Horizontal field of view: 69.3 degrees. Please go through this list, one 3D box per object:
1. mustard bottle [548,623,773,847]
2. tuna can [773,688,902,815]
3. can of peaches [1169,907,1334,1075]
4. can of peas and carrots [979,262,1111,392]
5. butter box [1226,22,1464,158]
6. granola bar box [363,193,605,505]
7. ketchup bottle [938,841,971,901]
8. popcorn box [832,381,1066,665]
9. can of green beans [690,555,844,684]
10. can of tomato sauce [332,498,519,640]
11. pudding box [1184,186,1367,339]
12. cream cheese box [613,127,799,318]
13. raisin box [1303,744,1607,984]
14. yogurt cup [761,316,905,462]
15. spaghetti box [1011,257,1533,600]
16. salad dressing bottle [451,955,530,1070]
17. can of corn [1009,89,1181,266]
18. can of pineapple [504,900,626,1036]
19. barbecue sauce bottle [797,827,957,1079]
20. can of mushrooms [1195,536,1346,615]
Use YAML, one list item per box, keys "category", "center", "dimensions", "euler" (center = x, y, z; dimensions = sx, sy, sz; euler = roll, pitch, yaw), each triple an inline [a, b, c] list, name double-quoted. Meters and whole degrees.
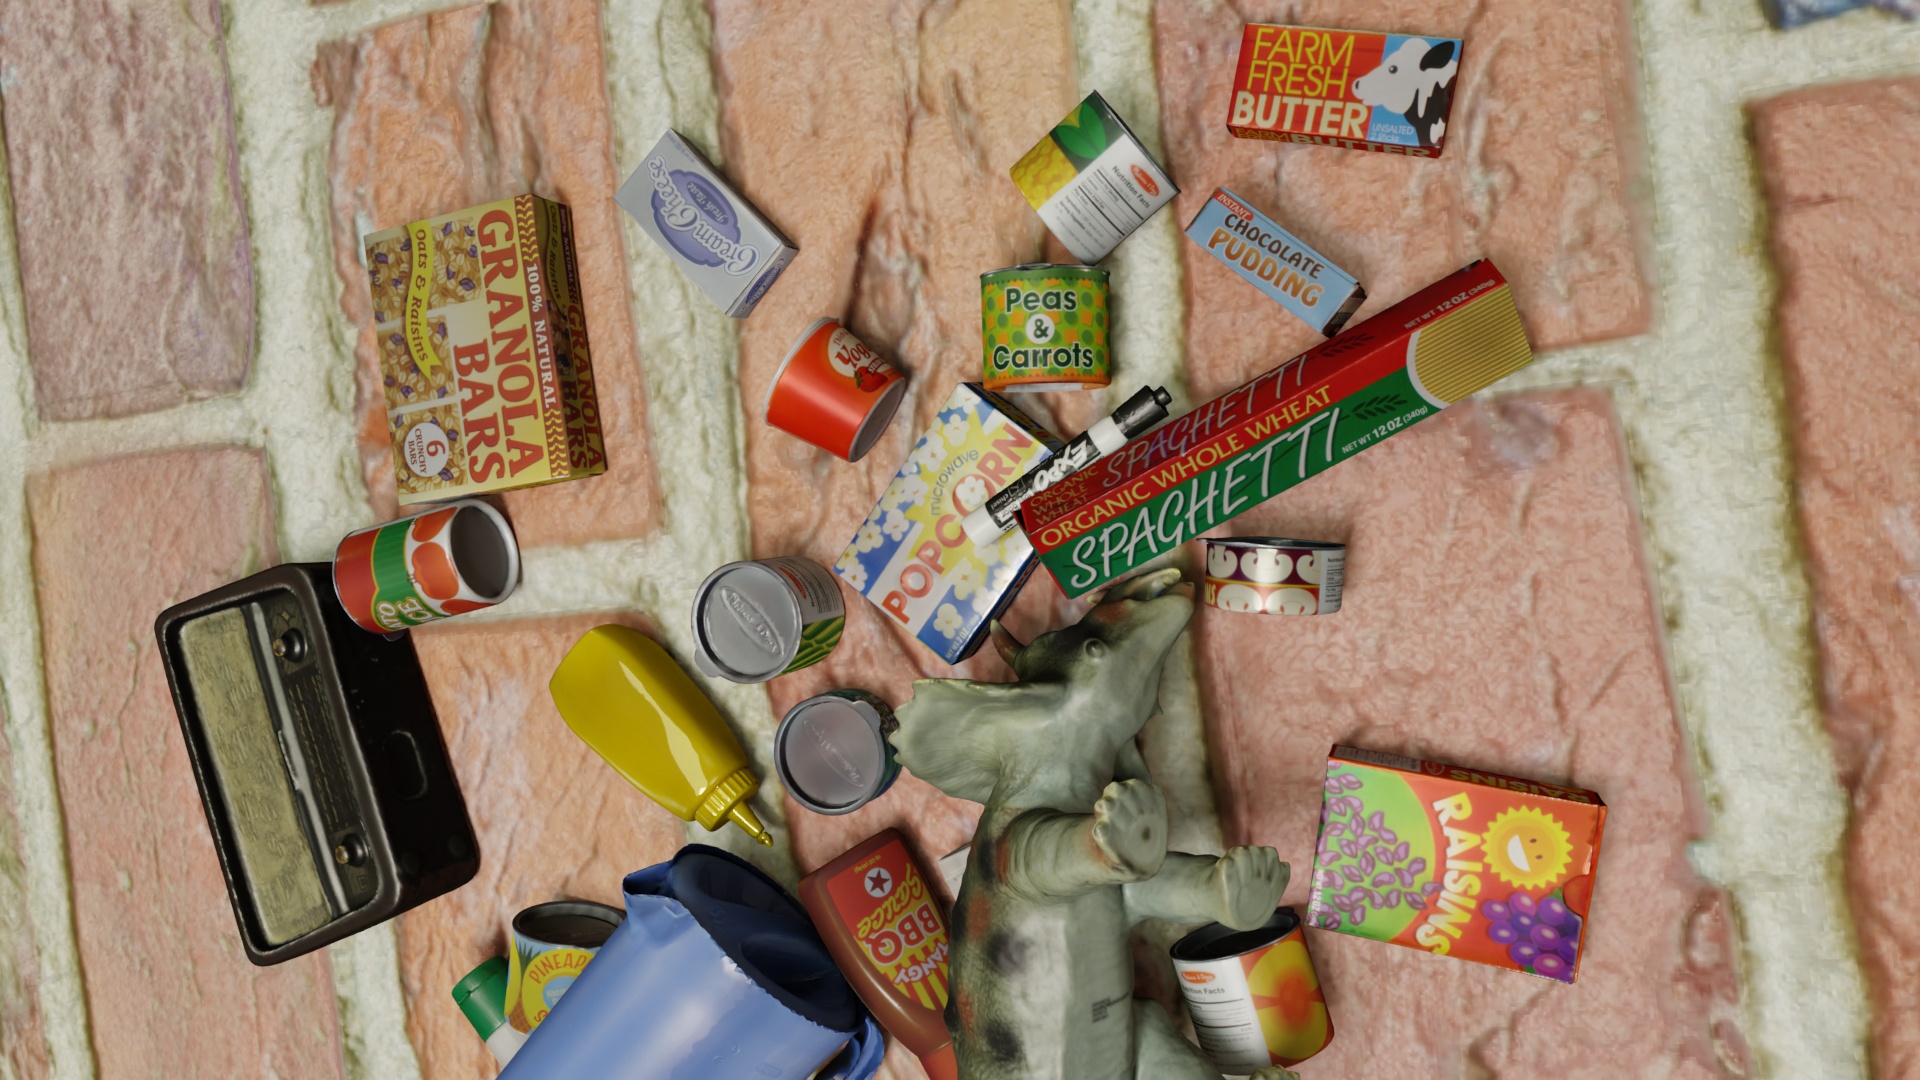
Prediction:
- category: "mustard bottle"
  center: [-0.162, 0.118, 0.790]
  dimensions: [0.160, 0.049, 0.065]
  euler: [43, 105, 12]
- category: "tuna can"
  center: [-0.065, 0.114, 0.764]
  dimensions: [0.071, 0.033, 0.071]
  euler: [1, 92, 19]
- category: "can of peaches"
  center: [0.145, 0.220, 0.680]
  dimensions: [0.071, 0.071, 0.058]
  euler: [-18, 86, 19]
- category: "can of peas and carrots"
  center: [0.043, -0.106, 0.700]
  dimensions: [0.071, 0.071, 0.058]
  euler: [-1, 92, 19]
- category: "butter box"
  center: [0.185, -0.218, 0.672]
  dimensions: [0.103, 0.024, 0.053]
  euler: [11, 95, 18]
- category: "granola bar box"
  center: [-0.284, -0.111, 0.829]
  dimensions: [0.124, 0.039, 0.165]
  euler: [-8, 89, 19]
- category: "ketchup bottle"
  center: [0.037, 0.228, 0.728]
  dimensions: [0.064, 0.043, 0.149]
  euler: [-31, 82, 27]
- category: "popcorn box"
  center: [0.003, -0.009, 0.734]
  dimensions: [0.085, 0.038, 0.126]
  euler: [38, 103, 14]
- category: "can of green beans"
  center: [-0.105, 0.042, 0.763]
  dimensions: [0.071, 0.058, 0.071]
  euler: [1, 92, 19]
- category: "can of tomato sauce"
  center: [-0.318, 0.017, 0.831]
  dimensions: [0.083, 0.071, 0.071]
  euler: [-14, 88, 18]
- category: "pudding box"
  center: [0.153, -0.134, 0.672]
  dimensions: [0.084, 0.050, 0.030]
  euler: [40, 105, 13]
- category: "cream cheese box"
  center: [-0.144, -0.179, 0.787]
  dimensions: [0.104, 0.024, 0.053]
  euler: [46, 105, 12]
- category: "raisin box"
  center: [0.233, 0.151, 0.660]
  dimensions: [0.123, 0.040, 0.086]
  euler: [9, 94, 18]
- category: "yogurt cup"
  center: [-0.066, -0.078, 0.743]
  dimensions: [0.054, 0.072, 0.072]
  euler: [32, 102, 7]
- category: "spaghetti box"
  center: [0.146, -0.049, 0.661]
  dimensions: [0.250, 0.029, 0.050]
  euler: [-28, 124, 10]
- category: "salad dressing bottle"
  center: [-0.246, 0.317, 0.829]
  dimensions: [0.148, 0.044, 0.064]
  euler: [48, 110, 13]
- category: "can of corn"
  center: [0.066, -0.181, 0.694]
  dimensions: [0.058, 0.071, 0.071]
  euler: [-40, 80, 17]
- category: "can of pineapple"
  center: [-0.229, 0.249, 0.806]
  dimensions: [0.071, 0.071, 0.057]
  euler: [8, 96, 19]
- category: "barbecue sauce bottle"
  center: [-0.026, 0.232, 0.739]
  dimensions: [0.148, 0.065, 0.043]
  euler: [60, 146, 9]
- category: "can of mushrooms"
  center: [0.149, 0.016, 0.670]
  dimensions: [0.071, 0.071, 0.033]
  euler: [3, 95, 19]
